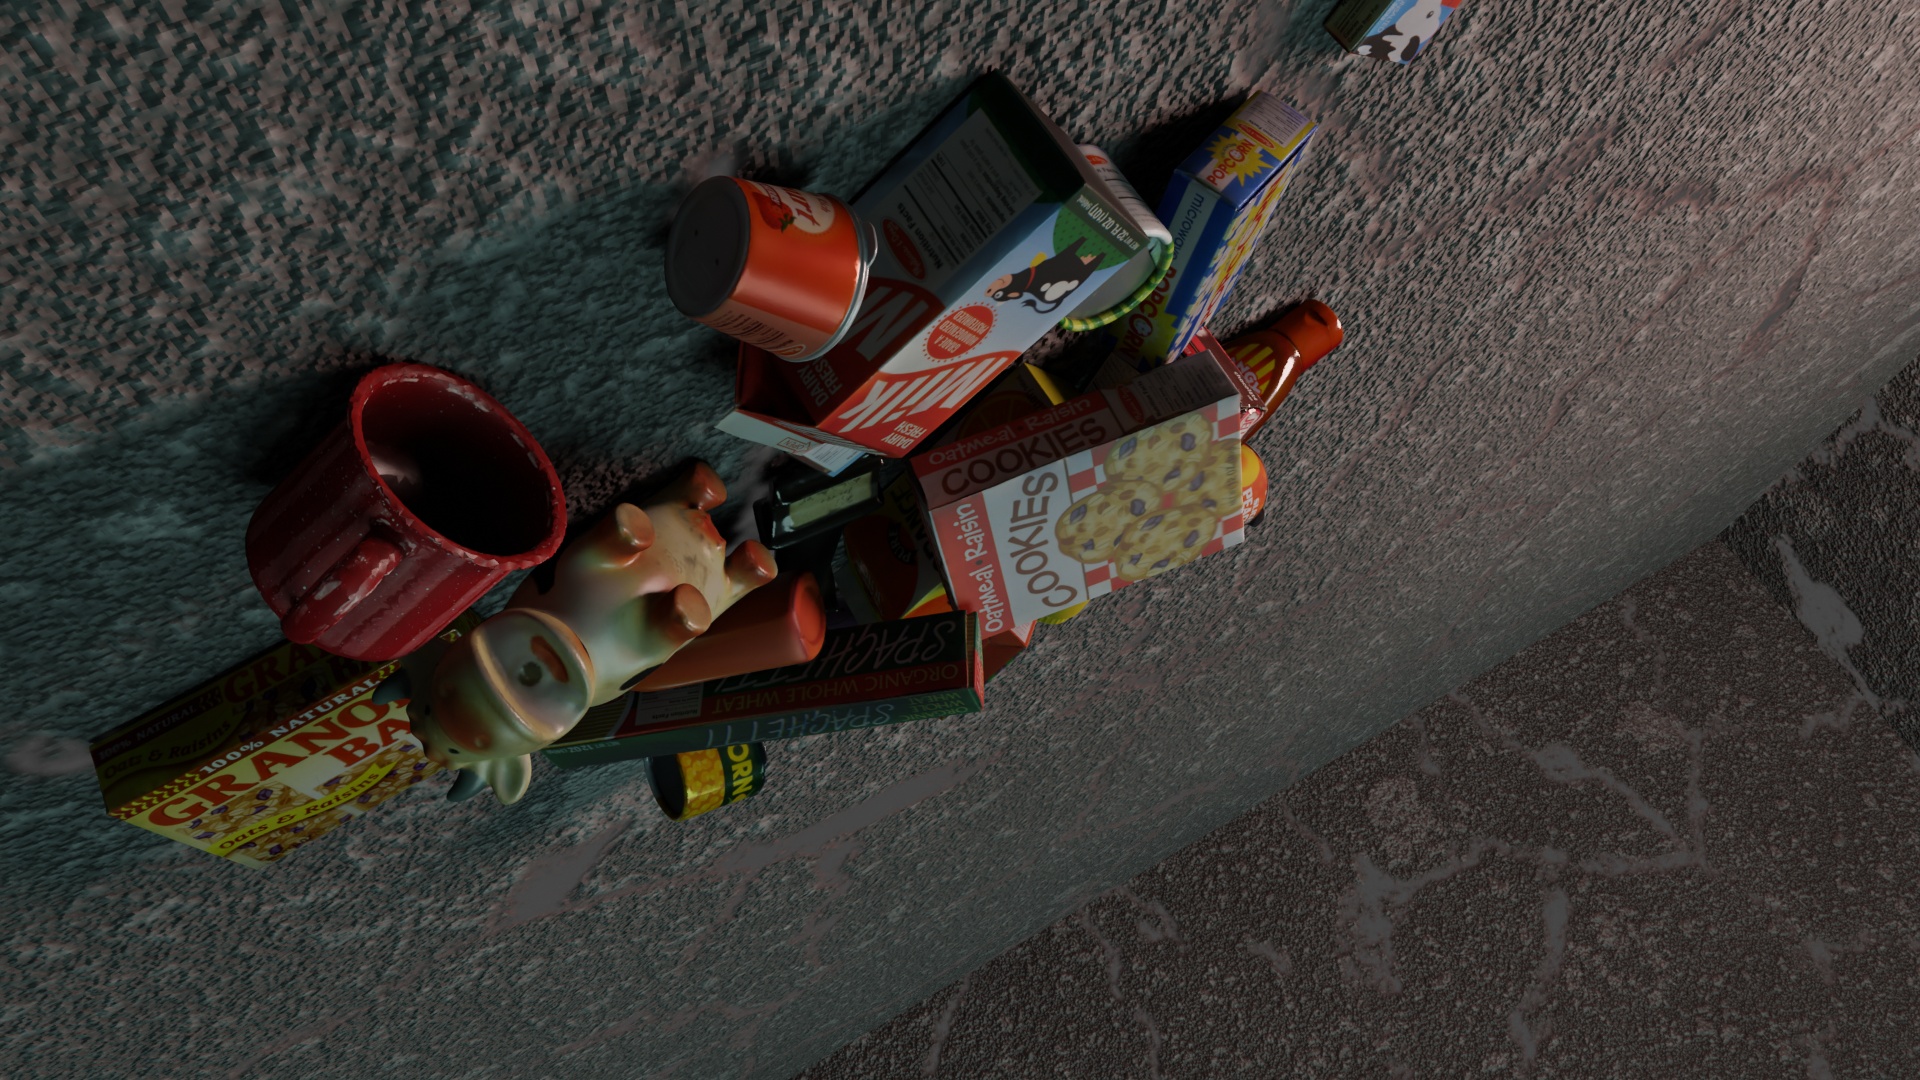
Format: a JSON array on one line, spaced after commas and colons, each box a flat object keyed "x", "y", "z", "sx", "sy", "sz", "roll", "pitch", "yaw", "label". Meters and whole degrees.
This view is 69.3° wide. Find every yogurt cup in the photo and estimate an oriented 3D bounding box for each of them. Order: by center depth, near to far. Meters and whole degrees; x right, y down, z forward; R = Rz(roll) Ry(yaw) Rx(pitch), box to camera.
[{"x": -0.077, "y": -0.107, "z": 0.536, "sx": 0.054, "sy": 0.072, "sz": 0.072, "roll": 8, "pitch": 135, "yaw": -46, "label": "yogurt cup"}]

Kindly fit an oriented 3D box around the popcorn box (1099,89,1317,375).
[{"x": 0.122, "y": -0.151, "z": 0.696, "sx": 0.085, "sy": 0.038, "sz": 0.126, "roll": -48, "pitch": 168, "yaw": -33, "label": "popcorn box"}]

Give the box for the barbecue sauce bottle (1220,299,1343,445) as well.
[{"x": 0.178, "y": -0.100, "z": 0.885, "sx": 0.149, "sy": 0.065, "sz": 0.043, "roll": -36, "pitch": 161, "yaw": -14, "label": "barbecue sauce bottle"}]

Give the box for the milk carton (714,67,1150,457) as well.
[{"x": -0.021, "y": -0.102, "z": 0.603, "sx": 0.190, "sy": 0.073, "sz": 0.072, "roll": -39, "pitch": 156, "yaw": 17, "label": "milk carton"}]

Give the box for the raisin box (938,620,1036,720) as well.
[{"x": 0.014, "y": 0.054, "z": 0.931, "sx": 0.085, "sy": 0.040, "sz": 0.124, "roll": -44, "pitch": -171, "yaw": 27, "label": "raisin box"}]

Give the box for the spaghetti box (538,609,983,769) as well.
[{"x": -0.109, "y": 0.082, "z": 0.755, "sx": 0.250, "sy": 0.050, "sz": 0.028, "roll": -9, "pitch": 143, "yaw": 12, "label": "spaghetti box"}]

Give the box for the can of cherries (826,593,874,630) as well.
[{"x": -0.081, "y": 0.068, "z": 0.881, "sx": 0.058, "sy": 0.072, "sz": 0.071, "roll": -15, "pitch": 152, "yaw": -29, "label": "can of cherries"}]

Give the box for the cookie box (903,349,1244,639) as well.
[{"x": 0.065, "y": -0.020, "z": 0.737, "sx": 0.167, "sy": 0.040, "sz": 0.122, "roll": -20, "pitch": 141, "yaw": -4, "label": "cookie box"}]

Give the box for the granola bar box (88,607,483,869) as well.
[{"x": -0.302, "y": 0.090, "z": 0.673, "sx": 0.166, "sy": 0.039, "sz": 0.123, "roll": -29, "pitch": 156, "yaw": -8, "label": "granola bar box"}]

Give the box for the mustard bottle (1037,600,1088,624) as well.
[{"x": 0.082, "y": 0.020, "z": 1.013, "sx": 0.065, "sy": 0.049, "sz": 0.159, "roll": -19, "pitch": 154, "yaw": -31, "label": "mustard bottle"}]

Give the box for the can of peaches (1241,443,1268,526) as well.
[{"x": 0.178, "y": -0.037, "z": 0.996, "sx": 0.058, "sy": 0.071, "sz": 0.071, "roll": -9, "pitch": 148, "yaw": -41, "label": "can of peaches"}]

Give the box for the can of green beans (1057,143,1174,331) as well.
[{"x": 0.057, "y": -0.140, "z": 0.647, "sx": 0.071, "sy": 0.058, "sz": 0.071, "roll": -27, "pitch": 157, "yaw": -13, "label": "can of green beans"}]

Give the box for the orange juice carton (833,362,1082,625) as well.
[{"x": 0.003, "y": -0.010, "z": 0.821, "sx": 0.192, "sy": 0.072, "sz": 0.073, "roll": -41, "pitch": 155, "yaw": 20, "label": "orange juice carton"}]

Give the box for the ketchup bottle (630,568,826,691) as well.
[{"x": -0.149, "y": 0.053, "z": 0.736, "sx": 0.149, "sy": 0.043, "sz": 0.065, "roll": -13, "pitch": -160, "yaw": 9, "label": "ketchup bottle"}]

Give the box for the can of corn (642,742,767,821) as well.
[{"x": -0.170, "y": 0.146, "z": 0.920, "sx": 0.058, "sy": 0.071, "sz": 0.070, "roll": -15, "pitch": 151, "yaw": -35, "label": "can of corn"}]

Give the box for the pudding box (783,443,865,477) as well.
[{"x": -0.049, "y": -0.071, "z": 0.686, "sx": 0.083, "sy": 0.030, "sz": 0.049, "roll": -37, "pitch": 156, "yaw": 11, "label": "pudding box"}]

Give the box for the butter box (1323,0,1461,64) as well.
[{"x": 0.220, "y": -0.269, "z": 0.639, "sx": 0.053, "sy": 0.024, "sz": 0.103, "roll": -9, "pitch": 148, "yaw": -43, "label": "butter box"}]
